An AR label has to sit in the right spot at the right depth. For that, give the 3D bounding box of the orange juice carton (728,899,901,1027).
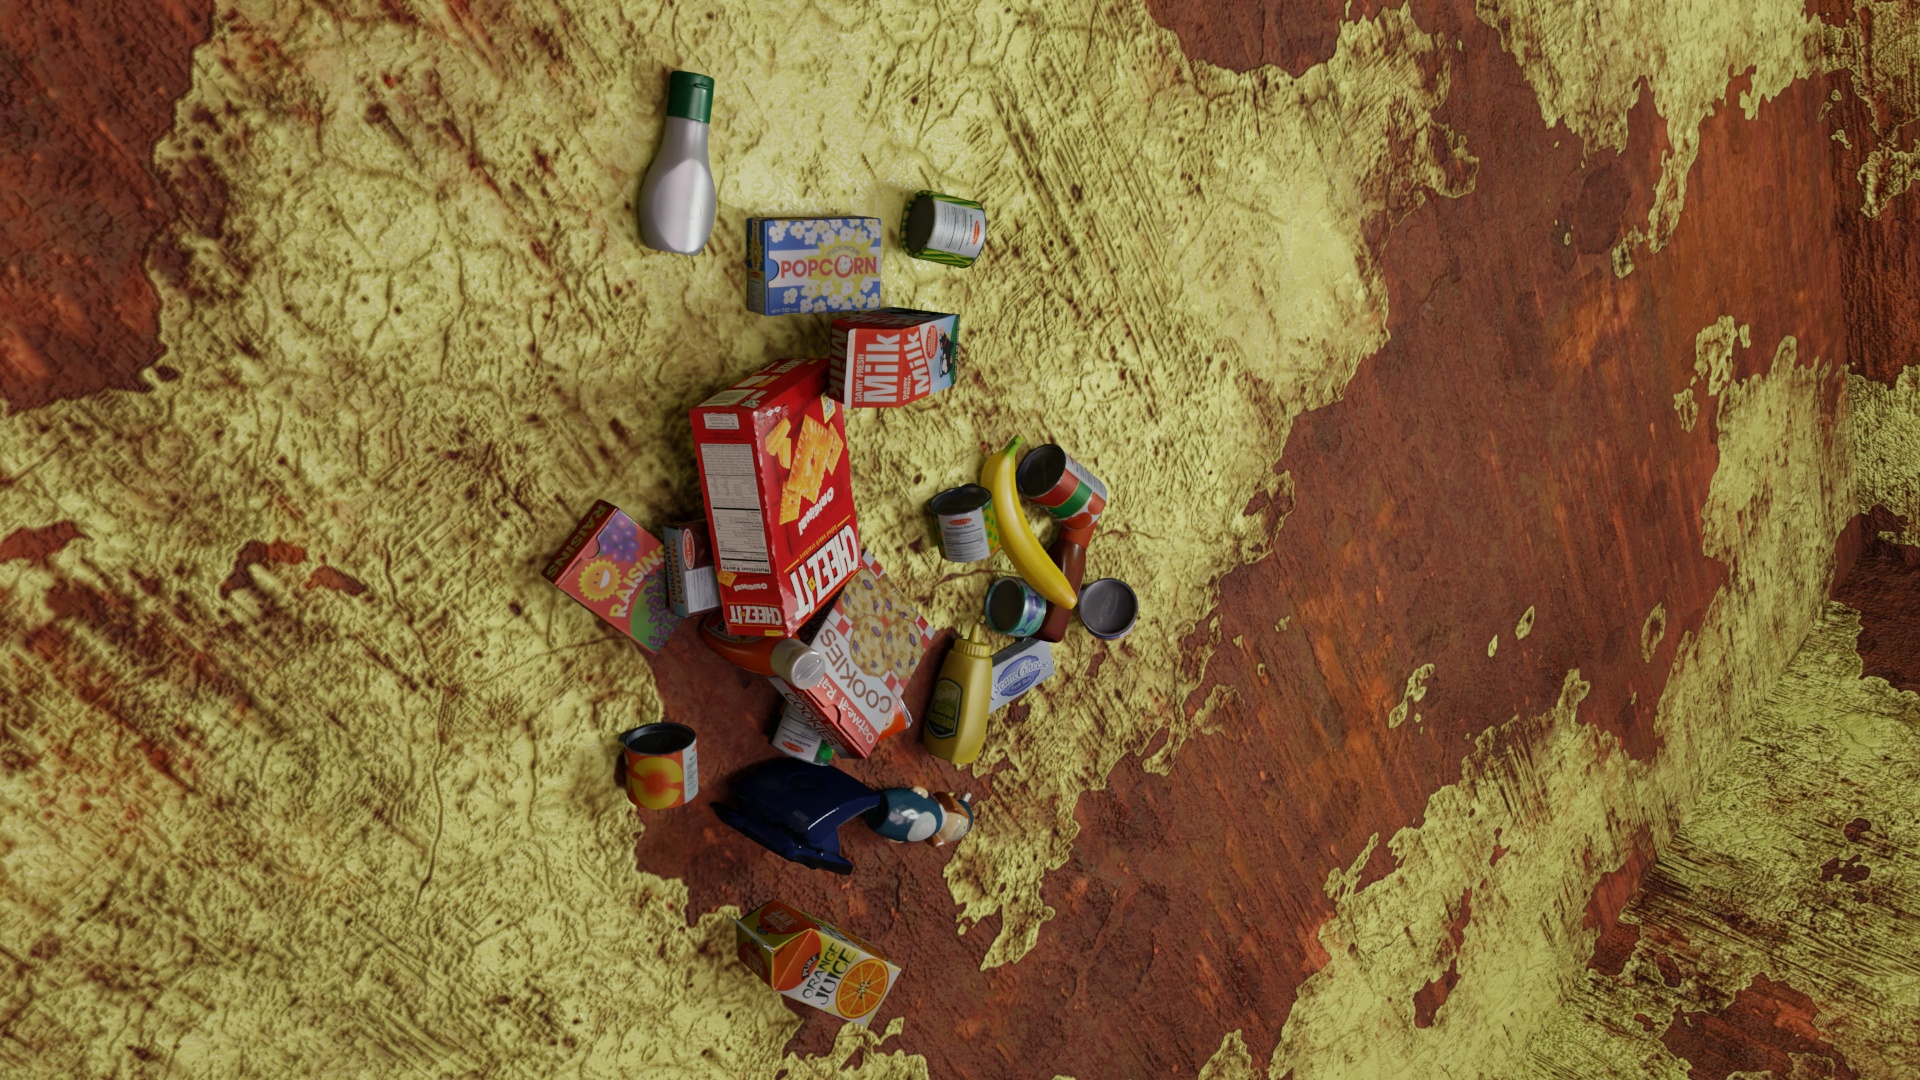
[{"bbox_3d":[-0.158,0.437,1.451,0.192,0.072,0.073,39,78,-40],"label":"orange juice carton"}]

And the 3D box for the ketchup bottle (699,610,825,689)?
[{"bbox_3d":[-0.178,0.095,1.274,0.065,0.149,0.043,-42,128,-21],"label":"ketchup bottle"}]

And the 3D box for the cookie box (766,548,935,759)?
[{"bbox_3d":[-0.103,0.111,1.358,0.122,0.040,0.168,52,46,-26],"label":"cookie box"}]

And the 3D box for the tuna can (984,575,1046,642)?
[{"bbox_3d":[0.059,0.075,1.517,0.033,0.071,0.071,12,97,-40],"label":"tuna can"}]

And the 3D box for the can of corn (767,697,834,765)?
[{"bbox_3d":[-0.150,0.184,1.383,0.071,0.071,0.058,22,90,-41],"label":"can of corn"}]

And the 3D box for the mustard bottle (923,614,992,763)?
[{"bbox_3d":[0.003,0.158,1.503,0.049,0.065,0.160,10,92,-46],"label":"mustard bottle"}]

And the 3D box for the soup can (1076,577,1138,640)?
[{"bbox_3d":[0.167,0.078,1.587,0.071,0.071,0.083,-63,171,-5],"label":"soup can"}]

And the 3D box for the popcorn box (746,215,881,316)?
[{"bbox_3d":[-0.133,-0.253,1.273,0.127,0.038,0.085,-11,112,-37],"label":"popcorn box"}]

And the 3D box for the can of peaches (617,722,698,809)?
[{"bbox_3d":[-0.279,0.208,1.285,0.071,0.071,0.058,-14,113,-36],"label":"can of peaches"}]

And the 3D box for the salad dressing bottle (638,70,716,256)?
[{"bbox_3d":[-0.233,-0.316,1.168,0.064,0.044,0.147,2,102,-38],"label":"salad dressing bottle"}]

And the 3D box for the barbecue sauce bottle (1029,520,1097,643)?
[{"bbox_3d":[0.111,0.039,1.554,0.043,0.065,0.149,29,76,-32],"label":"barbecue sauce bottle"}]

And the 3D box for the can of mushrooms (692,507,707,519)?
[{"bbox_3d":[-0.220,-0.001,1.286,0.071,0.033,0.070,-14,113,-35],"label":"can of mushrooms"}]

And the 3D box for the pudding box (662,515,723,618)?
[{"bbox_3d":[-0.233,0.023,1.233,0.050,0.030,0.083,-14,107,-41],"label":"pudding box"}]

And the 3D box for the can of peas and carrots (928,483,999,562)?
[{"bbox_3d":[0.005,-0.018,1.446,0.071,0.071,0.058,-28,121,-30],"label":"can of peas and carrots"}]

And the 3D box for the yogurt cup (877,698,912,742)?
[{"bbox_3d":[-0.092,0.177,1.429,0.054,0.072,0.072,-31,122,-19],"label":"yogurt cup"}]

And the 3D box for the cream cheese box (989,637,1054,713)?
[{"bbox_3d":[0.058,0.149,1.568,0.104,0.024,0.053,-27,119,-30],"label":"cream cheese box"}]

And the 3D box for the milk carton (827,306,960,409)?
[{"bbox_3d":[-0.066,-0.168,1.273,0.191,0.073,0.072,-37,134,-66],"label":"milk carton"}]

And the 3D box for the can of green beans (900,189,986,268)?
[{"bbox_3d":[-0.017,-0.298,1.332,0.058,0.071,0.071,5,101,-34],"label":"can of green beans"}]

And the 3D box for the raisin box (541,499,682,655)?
[{"bbox_3d":[-0.295,0.034,1.231,0.086,0.040,0.123,-54,129,-11],"label":"raisin box"}]

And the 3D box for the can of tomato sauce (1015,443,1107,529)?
[{"bbox_3d":[0.110,-0.057,1.518,0.083,0.071,0.071,35,81,-41],"label":"can of tomato sauce"}]
